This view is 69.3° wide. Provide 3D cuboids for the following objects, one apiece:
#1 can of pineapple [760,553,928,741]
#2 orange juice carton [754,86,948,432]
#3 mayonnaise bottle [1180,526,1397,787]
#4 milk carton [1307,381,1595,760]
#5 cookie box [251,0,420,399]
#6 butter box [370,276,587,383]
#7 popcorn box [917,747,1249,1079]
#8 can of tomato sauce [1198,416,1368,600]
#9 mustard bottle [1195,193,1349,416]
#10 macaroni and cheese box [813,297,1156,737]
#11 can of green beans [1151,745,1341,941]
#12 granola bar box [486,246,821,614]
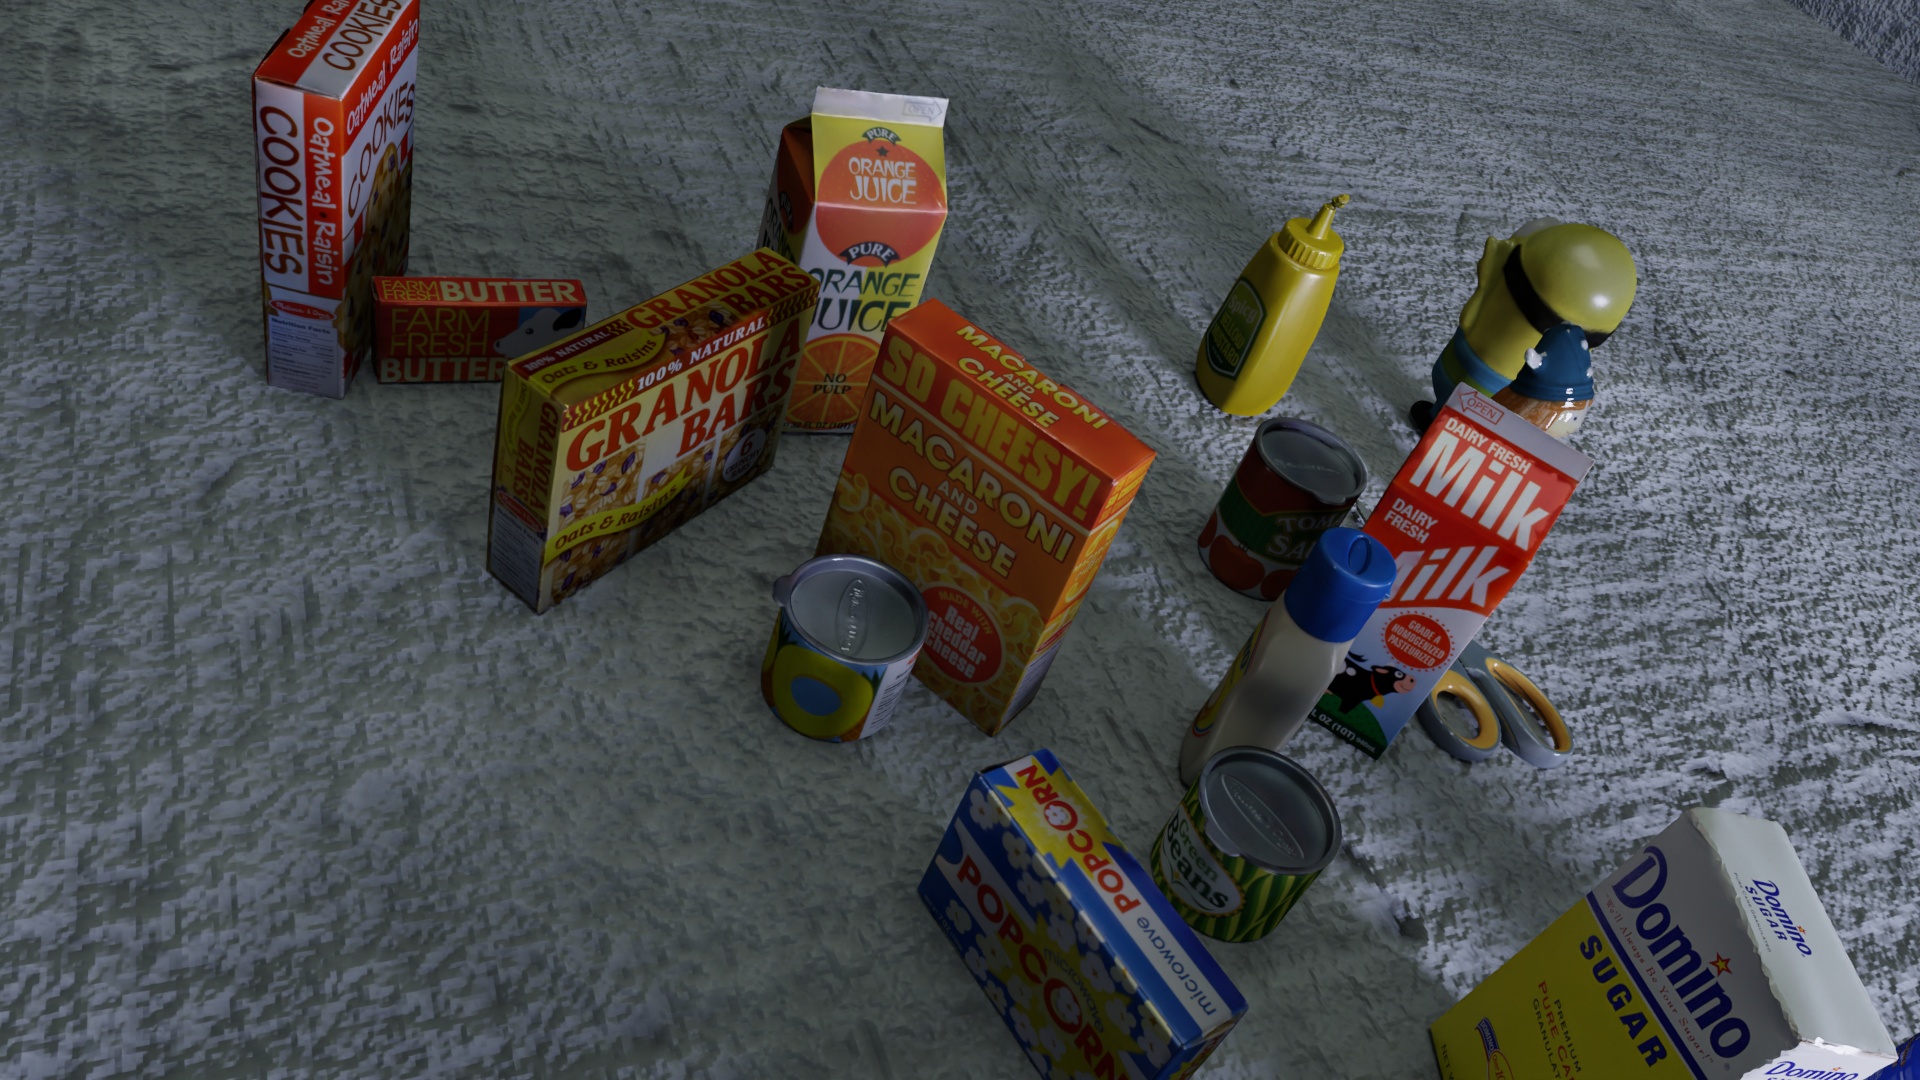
[{"bbox_3d":[-0.055,0.048,0.629,0.071,0.057,0.071,12,41,-11],"label":"can of pineapple"},{"bbox_3d":[-0.064,-0.151,0.737,0.072,0.191,0.073,-1,46,-25],"label":"orange juice carton"},{"bbox_3d":[0.149,0.057,0.639,0.041,0.147,0.065,27,41,5],"label":"mayonnaise bottle"},{"bbox_3d":[0.230,0.013,0.690,0.072,0.189,0.074,34,42,13],"label":"milk carton"},{"bbox_3d":[-0.302,-0.174,0.676,0.040,0.166,0.123,12,42,-12],"label":"cookie box"},{"bbox_3d":[-0.248,-0.109,0.717,0.104,0.052,0.024,-4,47,-27],"label":"butter box"},{"bbox_3d":[0.042,0.155,0.533,0.038,0.084,0.127,-16,53,-36],"label":"popcorn box"},{"bbox_3d":[0.181,-0.016,0.782,0.071,0.082,0.071,12,41,-11],"label":"can of tomato sauce"},{"bbox_3d":[0.202,-0.154,0.883,0.049,0.159,0.065,-1,46,-25],"label":"mustard bottle"},{"bbox_3d":[0.002,-0.008,0.631,0.124,0.165,0.040,37,43,17],"label":"macaroni and cheese box"},{"bbox_3d":[0.125,0.134,0.614,0.071,0.057,0.071,12,41,-11],"label":"can of green beans"},{"bbox_3d":[-0.143,-0.056,0.651,0.039,0.123,0.166,35,42,15],"label":"granola bar box"}]
